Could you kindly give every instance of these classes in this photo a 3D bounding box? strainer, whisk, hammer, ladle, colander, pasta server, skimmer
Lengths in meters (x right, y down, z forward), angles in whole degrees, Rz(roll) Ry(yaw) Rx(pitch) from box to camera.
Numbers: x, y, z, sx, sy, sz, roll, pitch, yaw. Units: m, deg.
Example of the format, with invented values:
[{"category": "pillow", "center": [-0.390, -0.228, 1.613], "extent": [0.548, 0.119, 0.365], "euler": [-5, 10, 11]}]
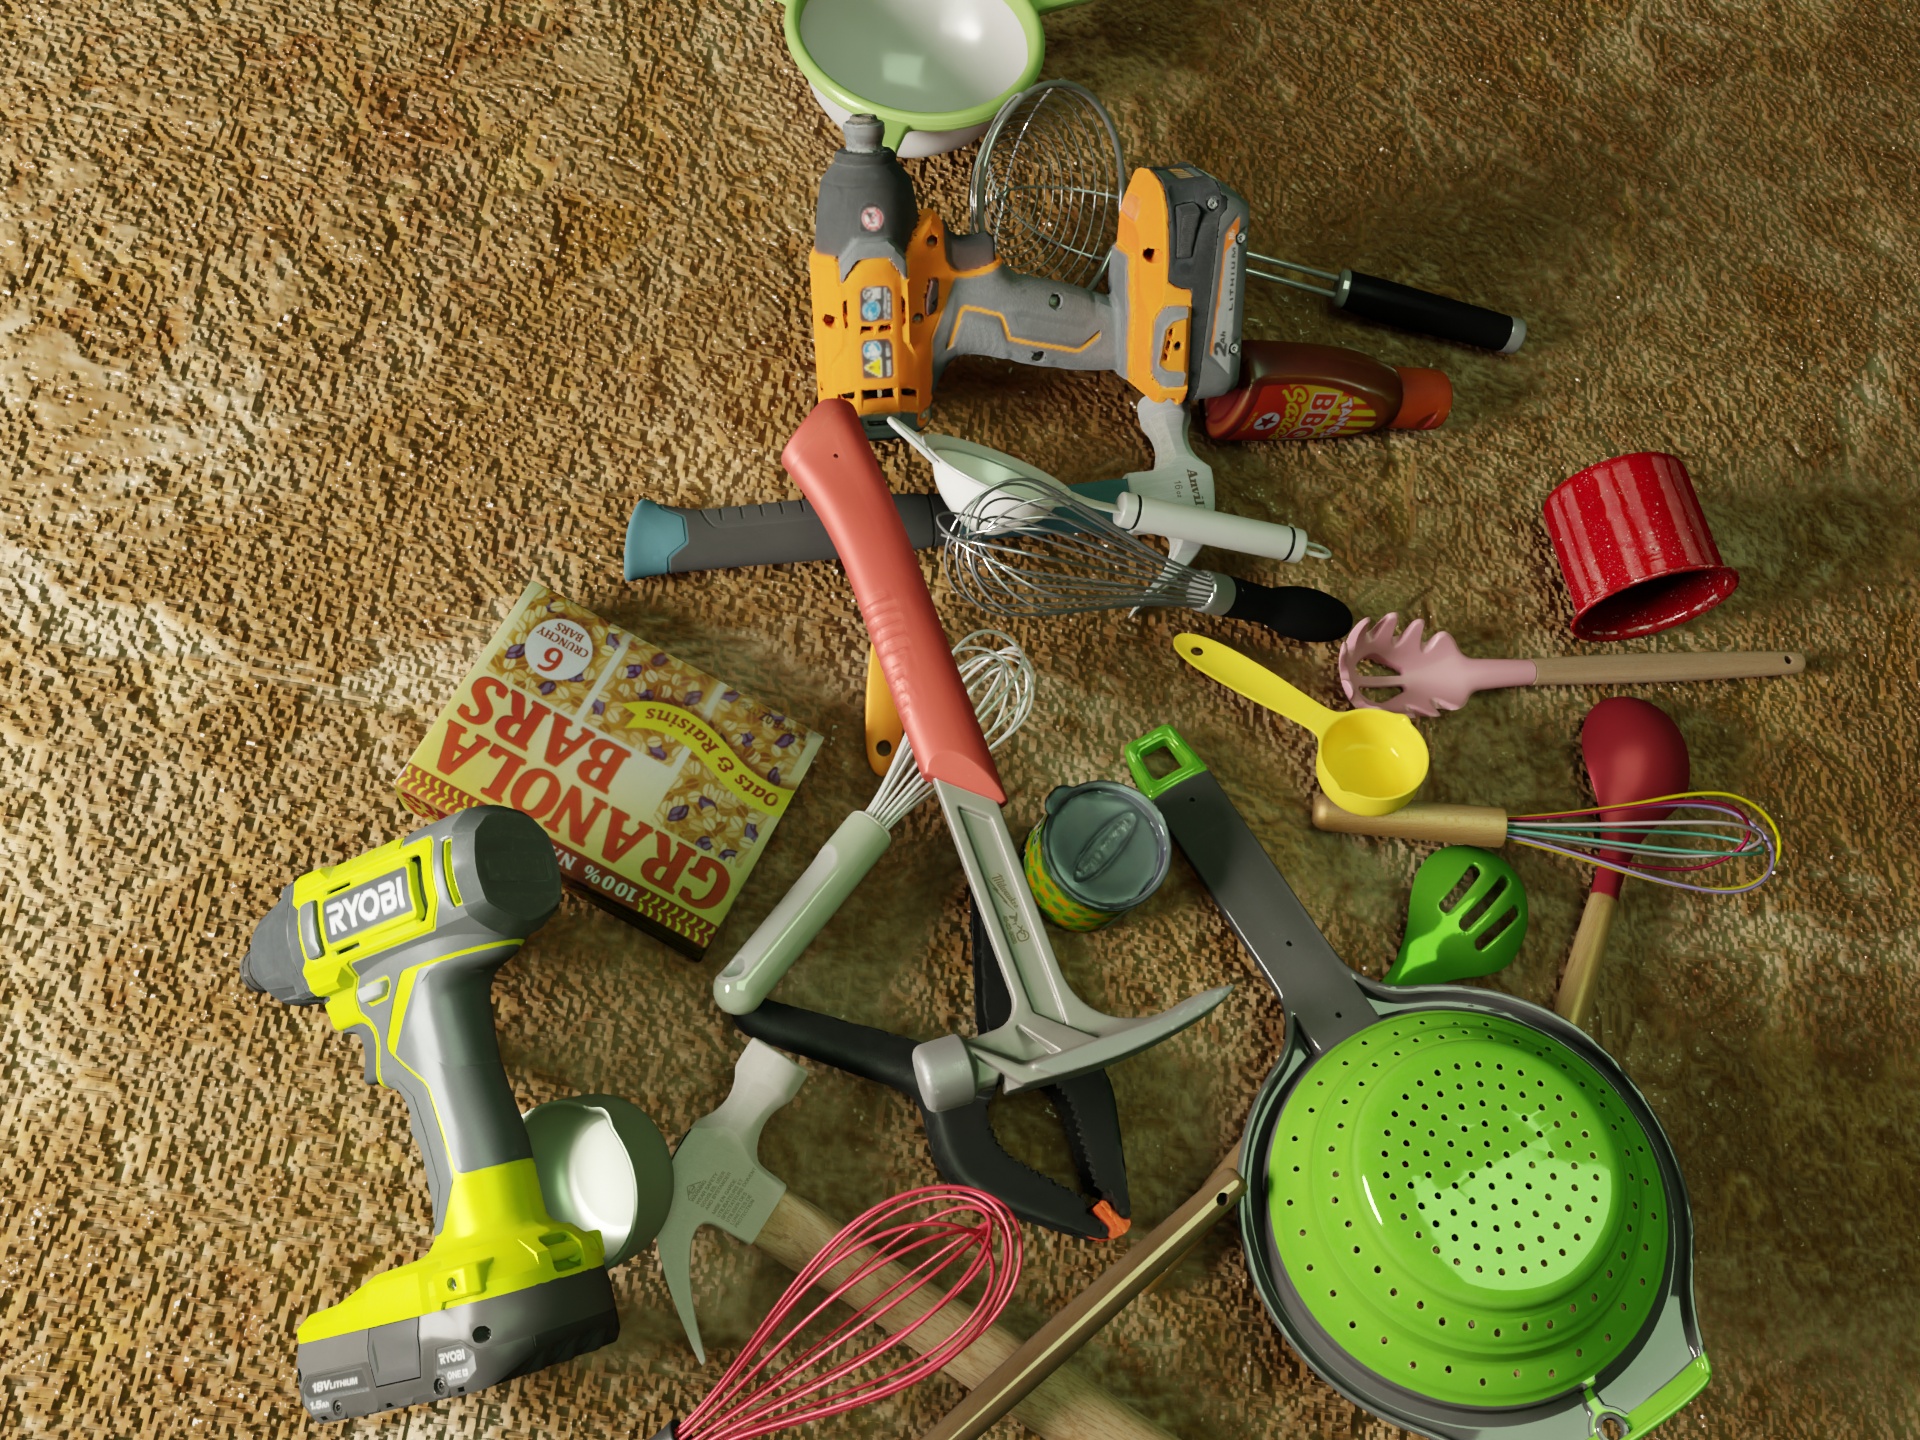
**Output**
[{"category": "strainer", "center": [0.015, -0.404, 0.954], "extent": [0.256, 0.069, 0.152], "euler": [-25, 70, -21]}, {"category": "whisk", "center": [0.314, 0.056, 0.855], "extent": [0.245, 0.051, 0.047], "euler": [5, 112, 5]}, {"category": "hammer", "center": [-0.017, -0.110, 0.865], "extent": [0.331, 0.033, 0.128], "euler": [-6, 72, -14]}, {"category": "whisk", "center": [-0.040, 0.047, 0.788], "extent": [0.246, 0.058, 0.059], "euler": [-51, 121, -26]}, {"category": "hammer", "center": [-0.001, -0.002, 0.771], "extent": [0.149, 0.036, 0.359], "euler": [-16, 70, -13]}, {"category": "ladle", "center": [0.343, 0.120, 0.869], "extent": [0.069, 0.031, 0.315], "euler": [25, 70, -2]}, {"category": "strainer", "center": [0.081, -0.111, 0.846], "extent": [0.258, 0.087, 0.050], "euler": [10, 114, -14]}, {"category": "colander", "center": [0.187, 0.144, 0.738], "extent": [0.204, 0.094, 0.397], "euler": [-28, 62, -6]}, {"category": "hammer", "center": [0.006, 0.290, 0.725], "extent": [0.331, 0.031, 0.130], "euler": [34, 77, -2]}, {"category": "whisk", "center": [-0.099, 0.291, 0.666], "extent": [0.296, 0.073, 0.073], "euler": [-35, 81, -2]}, {"category": "whisk", "center": [0.107, -0.071, 0.824], "extent": [0.284, 0.070, 0.070], "euler": [8, 68, -36]}, {"category": "pasta server", "center": [0.356, -0.031, 0.917], "extent": [0.316, 0.040, 0.060], "euler": [-2, 76, -14]}, {"category": "skimmer", "center": [0.178, -0.271, 0.933], "extent": [0.363, 0.090, 0.127], "euler": [12, 97, -10]}]

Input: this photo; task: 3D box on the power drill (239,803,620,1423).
[{"category": "power drill", "center": [-0.232, 0.165, 0.672], "extent": [0.171, 0.080, 0.223], "euler": [-22, 74, 27]}]

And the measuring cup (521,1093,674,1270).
[{"category": "measuring cup", "center": [-0.194, 0.179, 0.714], "extent": [0.168, 0.038, 0.083], "euler": [32, 102, 26]}]

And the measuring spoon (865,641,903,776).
[{"category": "measuring spoon", "center": [-0.037, -0.029, 0.825], "extent": [0.021, 0.011, 0.117], "euler": [3, 89, -10]}]

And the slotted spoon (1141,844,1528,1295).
[{"category": "slotted spoon", "center": [0.195, 0.174, 0.817], "extent": [0.314, 0.031, 0.070], "euler": [-42, 86, -20]}]

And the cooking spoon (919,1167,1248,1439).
[{"category": "cooking spoon", "center": [0.005, 0.305, 0.696], "extent": [0.319, 0.017, 0.069], "euler": [-38, 89, -12]}]

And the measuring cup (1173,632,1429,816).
[{"category": "measuring cup", "center": [0.180, -0.001, 0.865], "extent": [0.157, 0.029, 0.062], "euler": [34, 64, 25]}]

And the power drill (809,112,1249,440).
[{"category": "power drill", "center": [0.033, -0.240, 0.845], "extent": [0.226, 0.164, 0.084], "euler": [-6, 30, -8]}]
